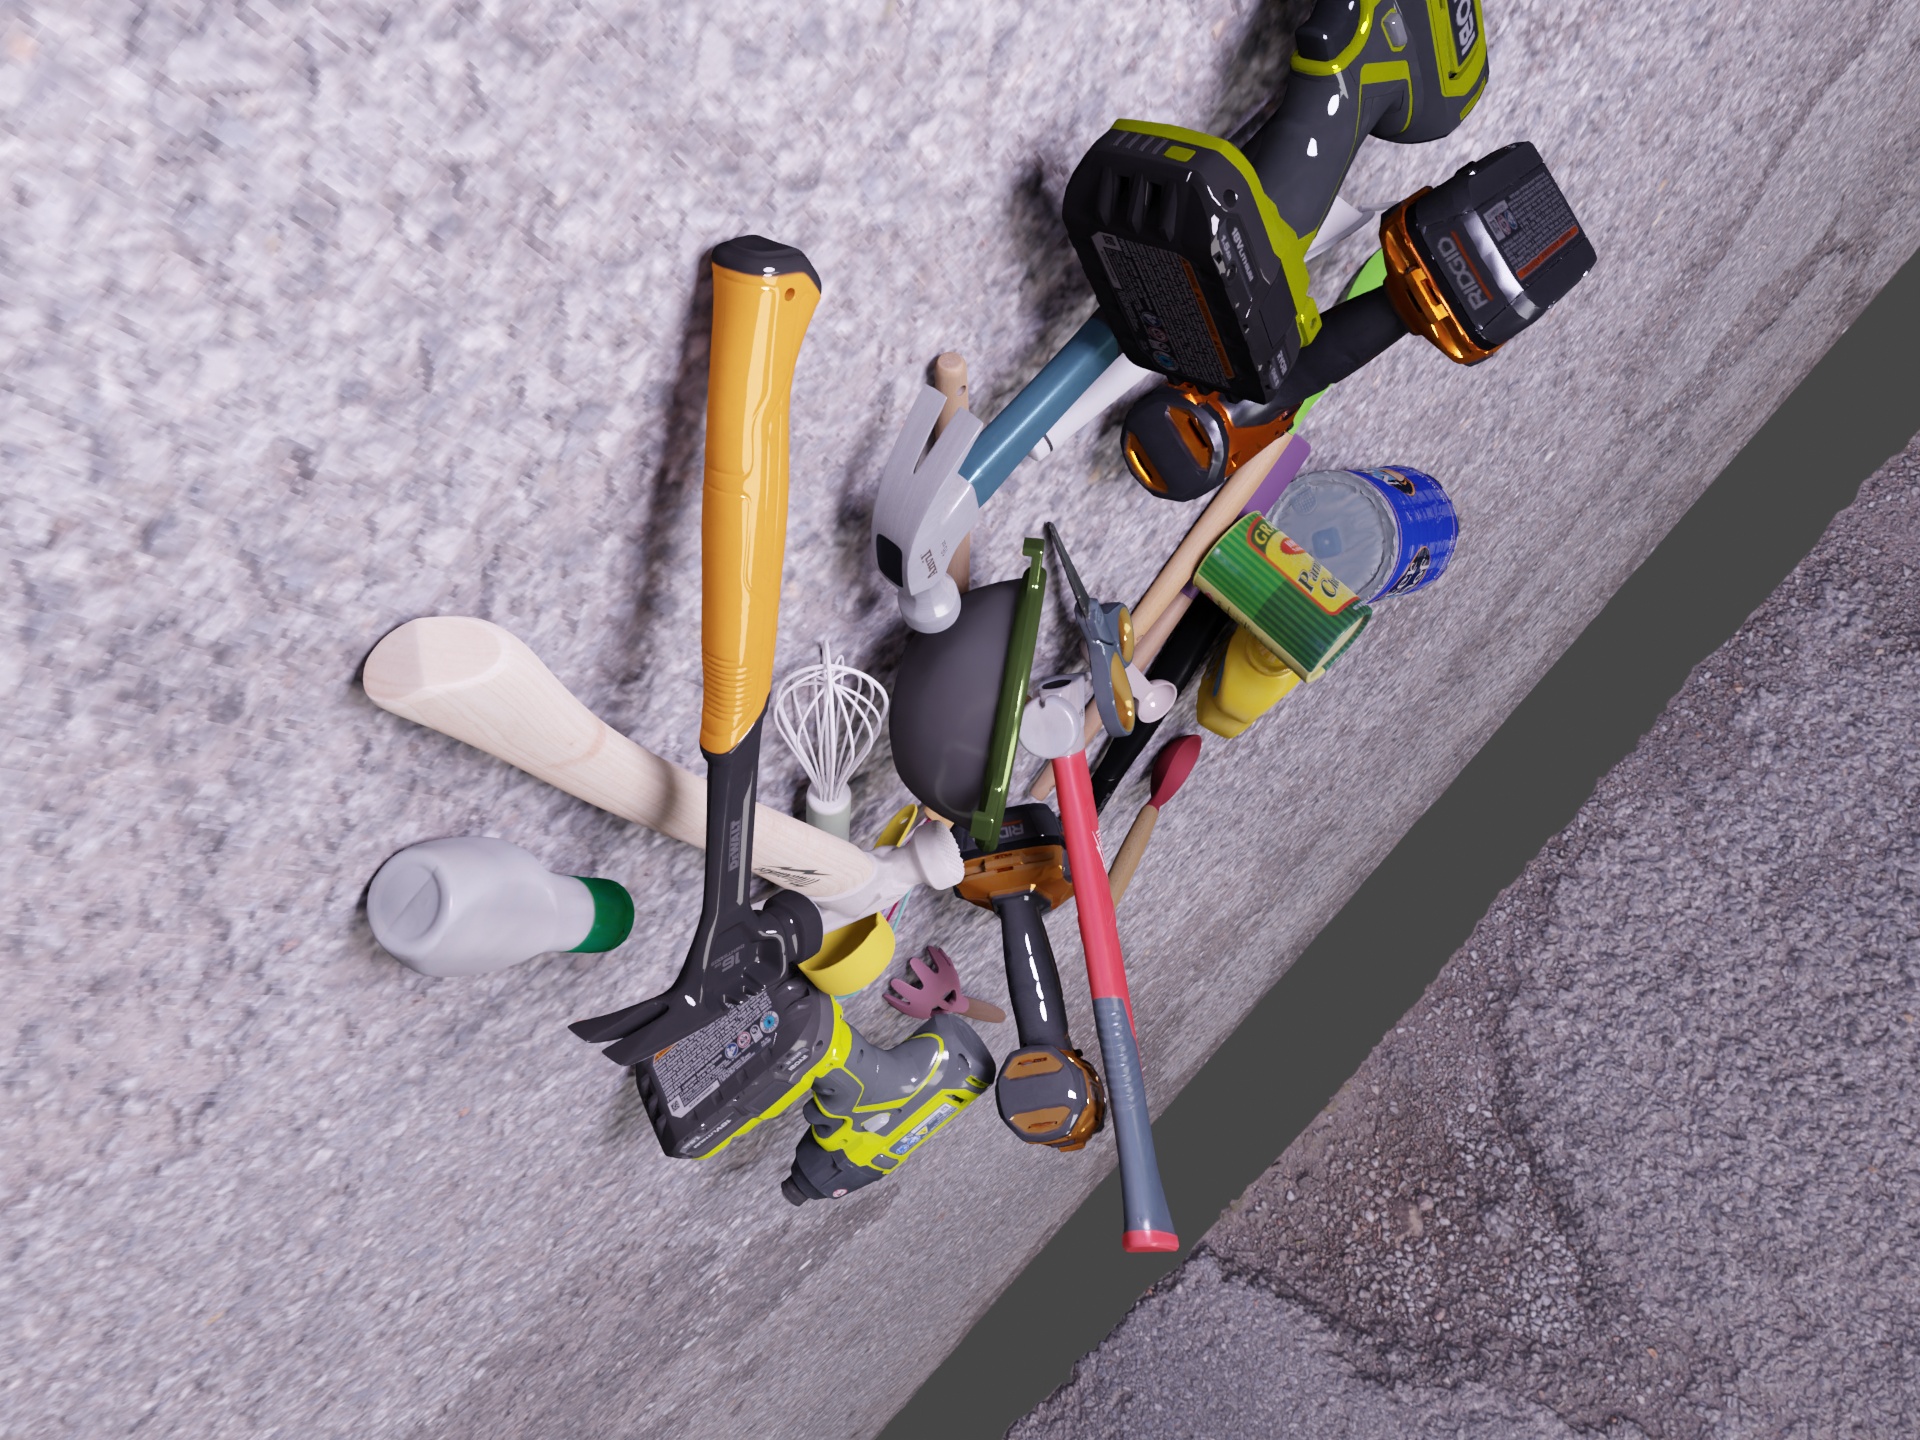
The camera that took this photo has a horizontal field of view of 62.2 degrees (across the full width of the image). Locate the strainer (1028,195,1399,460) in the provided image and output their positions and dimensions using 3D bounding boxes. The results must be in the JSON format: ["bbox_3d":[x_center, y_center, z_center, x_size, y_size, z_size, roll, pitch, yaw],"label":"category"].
[{"bbox_3d":[0.117,-0.209,0.814,0.258,0.050,0.087,-39,-162,-7],"label":"strainer"}]

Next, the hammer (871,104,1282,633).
[{"bbox_3d":[0.076,-0.188,0.748,0.331,0.033,0.128,-48,159,-11],"label":"hammer"}]

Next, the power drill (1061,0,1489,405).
[{"bbox_3d":[0.140,-0.267,0.661,0.228,0.080,0.190,-57,147,-11],"label":"power drill"}]

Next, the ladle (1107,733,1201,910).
[{"bbox_3d":[0.143,0.085,1.247,0.315,0.031,0.069,-50,160,-61],"label":"ladle"}]

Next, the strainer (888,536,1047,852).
[{"bbox_3d":[-0.001,-0.003,0.876,0.256,0.069,0.151,99,1,-81],"label":"strainer"}]

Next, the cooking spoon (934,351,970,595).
[{"bbox_3d":[-0.003,-0.078,0.837,0.069,0.017,0.318,-32,155,-17],"label":"cooking spoon"}]

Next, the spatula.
[{"bbox_3d":[0.142,-0.069,1.121,0.059,0.018,0.316,13,116,-54],"label":"spatula"}]

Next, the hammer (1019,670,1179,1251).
[{"bbox_3d":[0.098,0.161,1.040,0.143,0.038,0.386,-40,121,-72],"label":"hammer"}]

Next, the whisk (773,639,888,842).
[{"bbox_3d":[-0.072,0.036,0.872,0.058,0.059,0.246,-3,150,-8],"label":"whisk"}]

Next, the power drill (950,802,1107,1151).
[{"bbox_3d":[0.059,0.189,1.124,0.084,0.226,0.185,-13,160,10],"label":"power drill"}]

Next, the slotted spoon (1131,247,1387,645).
[{"bbox_3d":[0.198,-0.170,1.047,0.070,0.031,0.313,7,124,-54],"label":"slotted spoon"}]

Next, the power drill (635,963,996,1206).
[{"bbox_3d":[-0.096,0.241,1.022,0.171,0.080,0.223,-41,141,8],"label":"power drill"}]

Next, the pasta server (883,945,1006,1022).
[{"bbox_3d":[0.000,0.241,1.372,0.060,0.040,0.316,-47,162,-2],"label":"pasta server"}]

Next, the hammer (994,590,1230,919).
[{"bbox_3d":[0.120,0.028,1.222,0.146,0.035,0.334,-18,143,-52],"label":"hammer"}]

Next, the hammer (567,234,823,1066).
[{"bbox_3d":[-0.094,-0.018,0.629,0.127,0.034,0.336,-27,134,-46],"label":"hammer"}]

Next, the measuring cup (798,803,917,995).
[{"bbox_3d":[-0.050,0.107,0.965,0.062,0.029,0.157,-19,-154,32],"label":"measuring cup"}]

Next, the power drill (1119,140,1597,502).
[{"bbox_3d":[0.205,-0.204,0.832,0.226,0.084,0.164,-27,-171,45],"label":"power drill"}]

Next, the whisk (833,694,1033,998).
[{"bbox_3d":[-0.028,0.083,1.031,0.245,0.051,0.047,-53,152,6],"label":"whisk"}]

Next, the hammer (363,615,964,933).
[{"bbox_3d":[-0.135,0.045,0.742,0.146,0.038,0.410,-23,156,13],"label":"hammer"}]

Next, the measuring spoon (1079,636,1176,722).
[{"bbox_3d":[0.112,-0.034,1.102,0.034,0.018,0.124,-48,139,6],"label":"measuring spoon"}]
